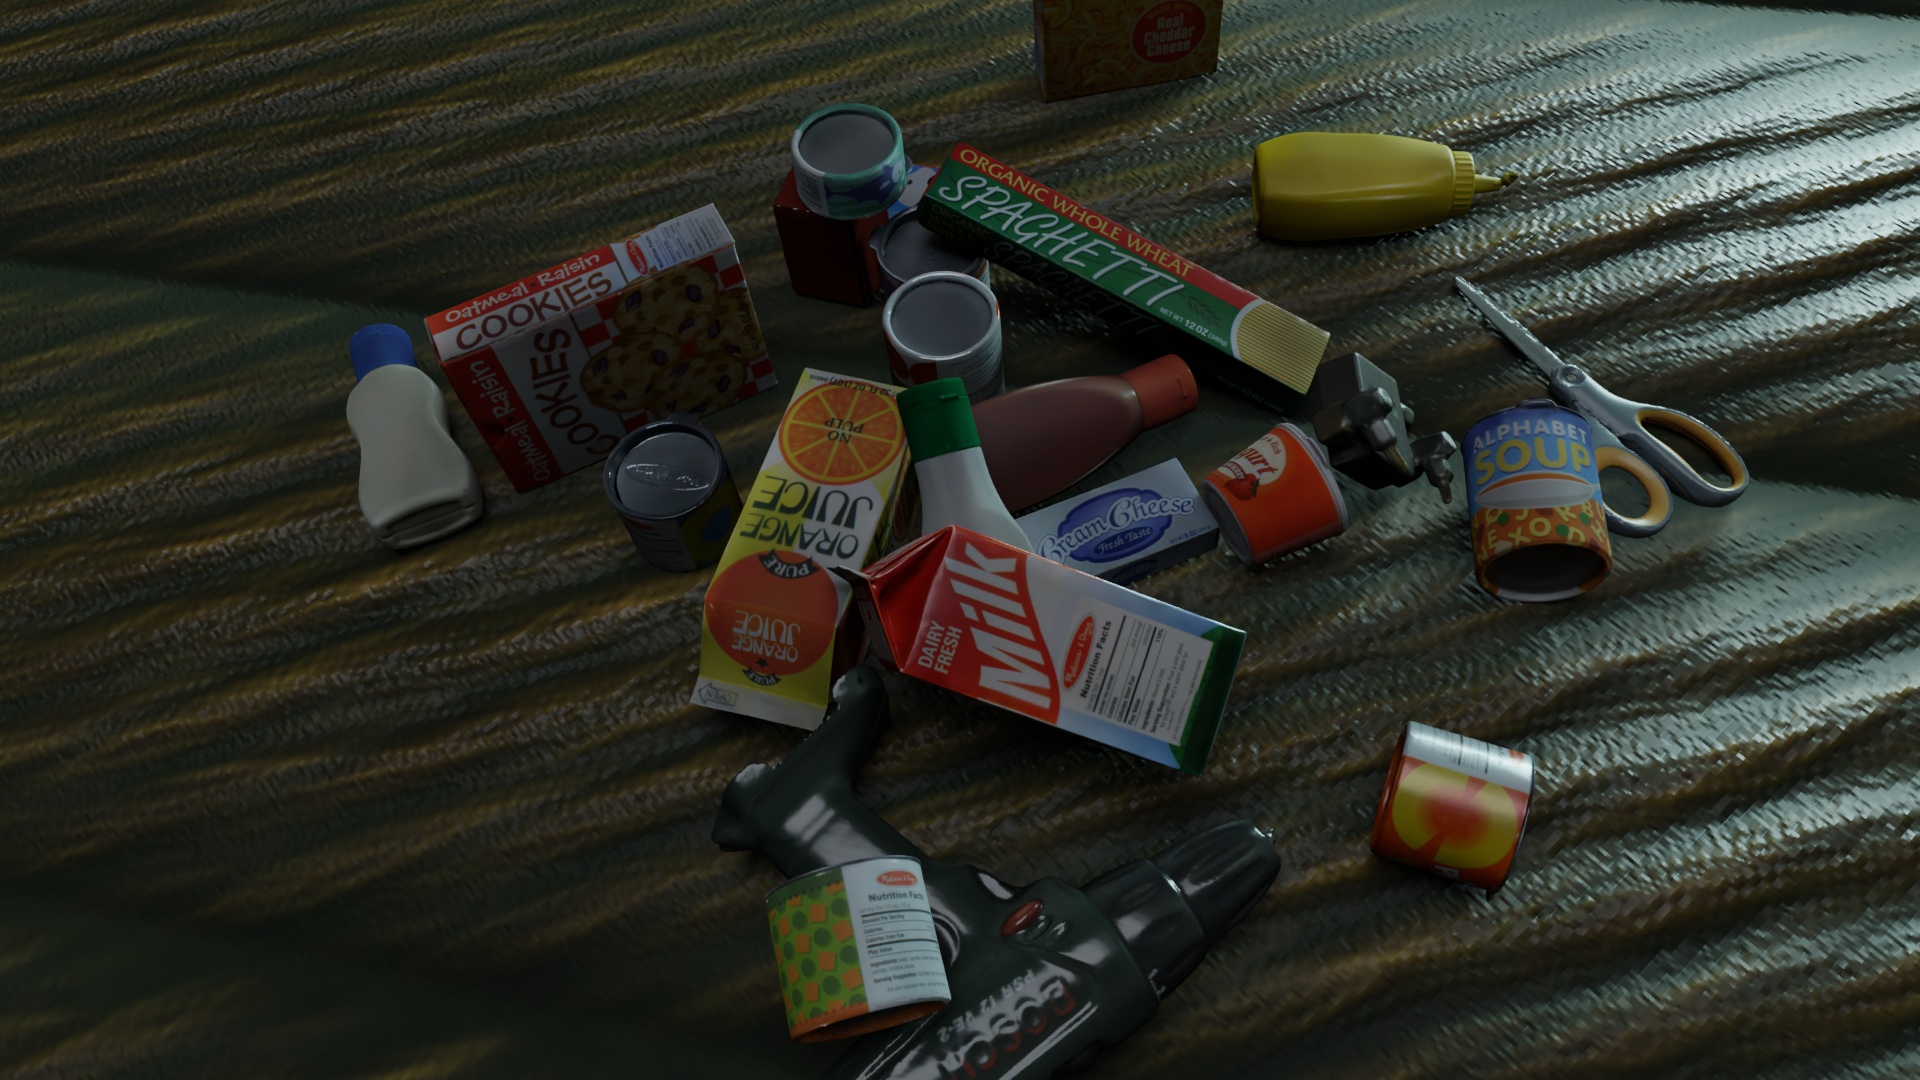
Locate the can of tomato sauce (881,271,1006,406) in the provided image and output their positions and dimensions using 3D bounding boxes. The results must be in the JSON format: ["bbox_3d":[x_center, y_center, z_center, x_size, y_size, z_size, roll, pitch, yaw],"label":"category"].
[{"bbox_3d":[-0.010,-0.104,0.795,0.071,0.082,0.071,-2,59,3],"label":"can of tomato sauce"}]

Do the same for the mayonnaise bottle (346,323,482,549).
[{"bbox_3d":[-0.331,-0.066,0.825,0.065,0.041,0.148,-22,58,-10],"label":"mayonnaise bottle"}]

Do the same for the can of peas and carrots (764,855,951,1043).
[{"bbox_3d":[-0.043,0.167,0.565,0.071,0.070,0.059,-14,65,-3],"label":"can of peas and carrots"}]

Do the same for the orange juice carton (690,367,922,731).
[{"bbox_3d":[-0.076,0.008,0.738,0.072,0.072,0.193,13,61,12],"label":"orange juice carton"}]

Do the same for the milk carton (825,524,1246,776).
[{"bbox_3d":[0.028,0.045,0.659,0.191,0.072,0.073,20,83,-9],"label":"milk carton"}]

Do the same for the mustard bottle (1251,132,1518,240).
[{"bbox_3d":[0.264,-0.220,0.863,0.160,0.048,0.065,1,59,5],"label":"mustard bottle"}]

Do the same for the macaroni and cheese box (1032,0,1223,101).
[{"bbox_3d":[0.108,-0.372,0.900,0.124,0.165,0.040,-11,58,-2],"label":"macaroni and cheese box"}]

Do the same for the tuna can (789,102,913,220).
[{"bbox_3d":[-0.063,-0.223,0.811,0.071,0.032,0.071,-1,57,2],"label":"tuna can"}]

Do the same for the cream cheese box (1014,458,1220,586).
[{"bbox_3d":[0.083,-0.003,0.760,0.104,0.024,0.053,-21,58,-8],"label":"cream cheese box"}]

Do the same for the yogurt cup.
[{"bbox_3d":[0.166,-0.021,0.742,0.054,0.072,0.072,-28,60,-3],"label":"yogurt cup"}]

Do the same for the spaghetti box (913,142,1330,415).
[{"bbox_3d":[0.093,-0.153,0.807,0.250,0.028,0.050,28,63,1],"label":"spaghetti box"}]

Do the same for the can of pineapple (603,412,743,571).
[{"bbox_3d":[-0.157,-0.026,0.774,0.071,0.057,0.071,-2,59,3],"label":"can of pineapple"}]

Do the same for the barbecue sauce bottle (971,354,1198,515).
[{"bbox_3d":[0.062,-0.063,0.781,0.149,0.043,0.064,-23,100,-15],"label":"barbecue sauce bottle"}]

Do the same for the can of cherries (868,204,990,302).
[{"bbox_3d":[-0.018,-0.162,0.846,0.071,0.058,0.072,-2,60,4],"label":"can of cherries"}]

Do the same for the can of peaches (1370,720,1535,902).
[{"bbox_3d":[0.227,0.125,0.646,0.058,0.071,0.071,17,62,14],"label":"can of peaches"}]

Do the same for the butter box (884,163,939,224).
[{"bbox_3d":[-0.056,-0.223,0.906,0.103,0.024,0.053,13,61,13],"label":"butter box"}]

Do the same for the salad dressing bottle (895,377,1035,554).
[{"bbox_3d":[0.003,-0.009,0.718,0.064,0.044,0.147,-14,90,-27],"label":"salad dressing bottle"}]

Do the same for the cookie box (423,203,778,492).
[{"bbox_3d":[-0.198,-0.105,0.788,0.168,0.122,0.040,-25,59,-10],"label":"cookie box"}]

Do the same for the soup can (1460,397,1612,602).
[{"bbox_3d":[0.299,-0.020,0.724,0.071,0.071,0.084,2,59,6],"label":"soup can"}]
